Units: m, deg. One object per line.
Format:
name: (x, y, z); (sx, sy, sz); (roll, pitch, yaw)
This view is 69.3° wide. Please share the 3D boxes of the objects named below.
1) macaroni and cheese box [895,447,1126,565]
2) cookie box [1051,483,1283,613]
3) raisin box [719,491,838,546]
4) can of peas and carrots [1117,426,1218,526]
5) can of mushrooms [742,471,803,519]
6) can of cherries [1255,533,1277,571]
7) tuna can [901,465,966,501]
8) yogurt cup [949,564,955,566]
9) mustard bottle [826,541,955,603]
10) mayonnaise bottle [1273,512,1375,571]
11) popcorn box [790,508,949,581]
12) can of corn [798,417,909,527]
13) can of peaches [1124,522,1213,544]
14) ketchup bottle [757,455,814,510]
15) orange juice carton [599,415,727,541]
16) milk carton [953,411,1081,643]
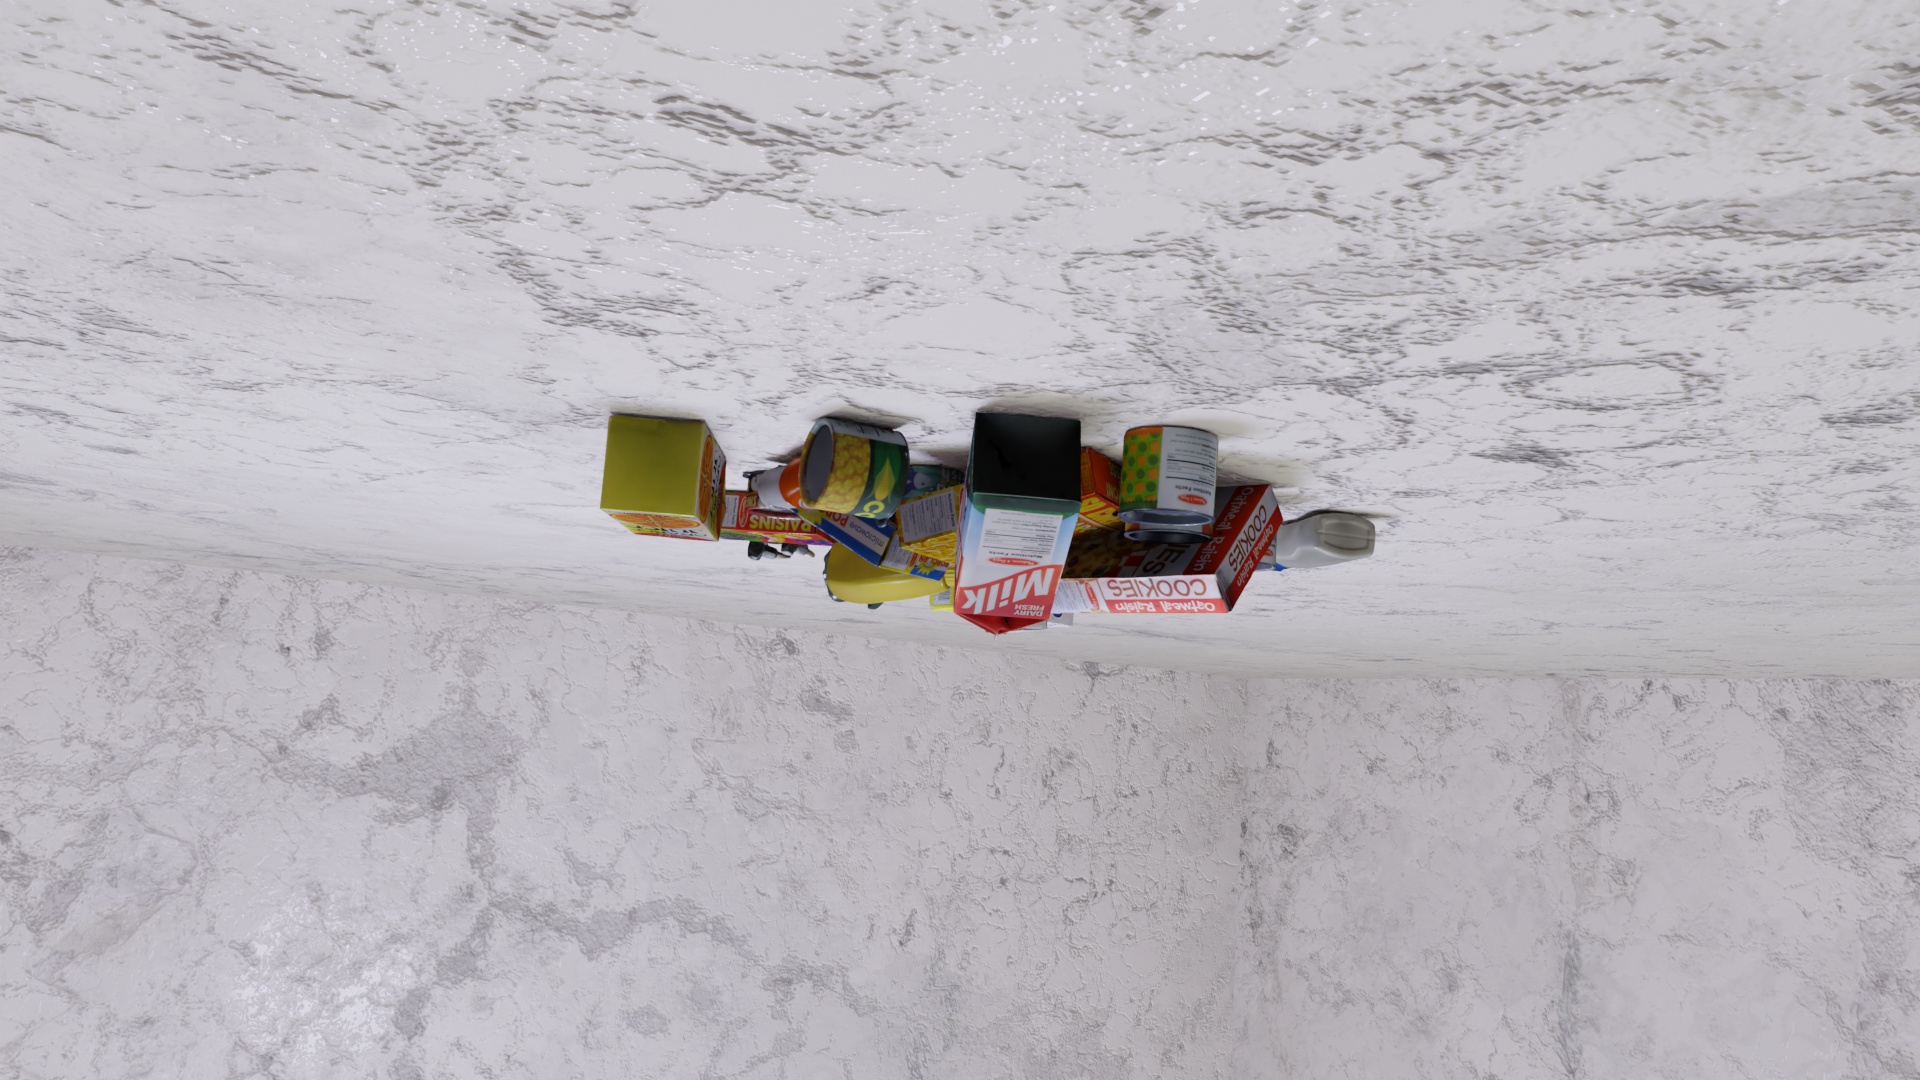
macaroni and cheese box: (0.051, -0.021, 1.095); (0.166, 0.040, 0.123); (-15, 164, 24)
cookie box: (0.160, 0.008, 1.118); (0.167, 0.123, 0.040); (-2, 124, 38)
raisin box: (-0.186, -0.021, 1.360); (0.123, 0.040, 0.086); (4, 172, 11)
can of peas and carrots: (0.142, -0.043, 0.958); (0.071, 0.059, 0.071); (5, 172, 1)
can of mushrooms: (-0.160, -0.040, 1.235); (0.071, 0.033, 0.071); (4, 173, 1)
can of cherries: (0.233, -0.006, 1.179); (0.071, 0.058, 0.071); (3, 172, 1)
tuna can: (-0.024, -0.041, 1.156); (0.071, 0.033, 0.071); (4, 172, 1)
yogurt cup: (0.004, -0.015, 1.220); (0.072, 0.072, 0.053); (7, 163, -18)
mustard bottle: (-0.048, 0.027, 1.341); (0.160, 0.065, 0.048); (-2, 147, 16)
mayonnaise bottle: (0.317, 0.003, 1.268); (0.065, 0.041, 0.148); (8, 173, -12)
popcorn box: (-0.076, -0.013, 1.182); (0.127, 0.038, 0.085); (32, -169, 36)
can of corn: (-0.077, -0.049, 0.991); (0.058, 0.071, 0.071); (10, 170, -28)
can of peaches: (0.157, -0.030, 1.046); (0.071, 0.058, 0.071); (4, 172, 1)
ketchup bottle: (-0.111, -0.048, 1.112); (0.065, 0.043, 0.148); (11, 170, -36)
orange juice carton: (-0.231, -0.043, 1.107); (0.072, 0.073, 0.192); (5, 172, -3)
milk carton: (0.035, -0.003, 0.987); (0.073, 0.073, 0.189); (5, 145, -3)
